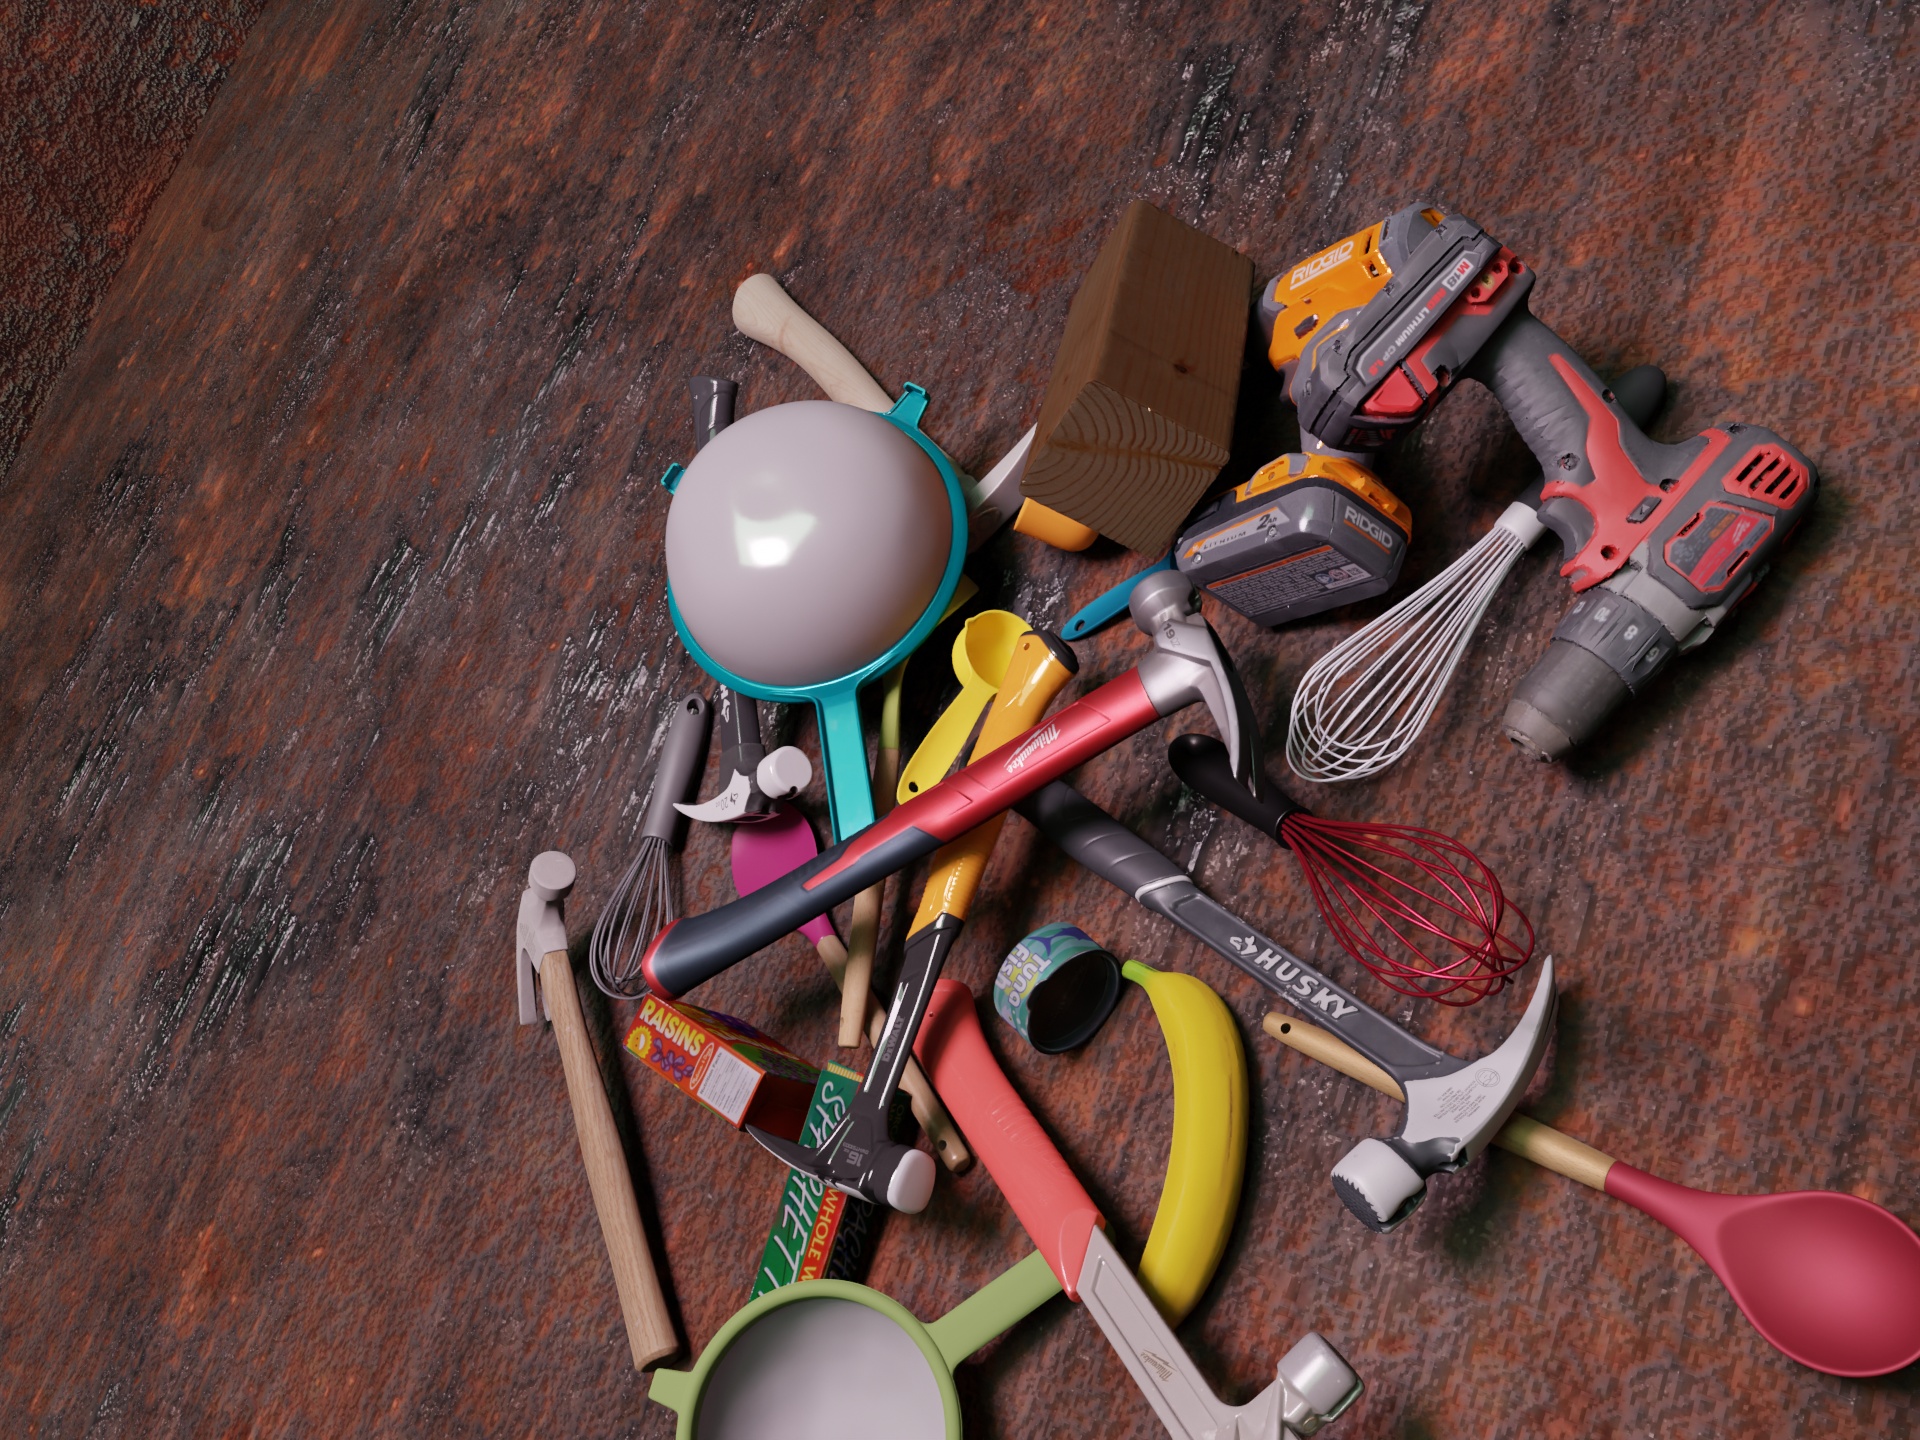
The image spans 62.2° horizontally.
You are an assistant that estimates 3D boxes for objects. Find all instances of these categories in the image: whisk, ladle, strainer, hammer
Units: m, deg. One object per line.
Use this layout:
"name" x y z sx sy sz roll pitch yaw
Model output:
"whisk" 0.272 -0.077 0.832 0.284 0.070 0.070 -48 47 0
"ladle" 0.264 0.192 0.707 0.316 0.031 0.069 20 77 44
"ladle" -0.037 0.048 1.001 0.078 0.062 0.320 -31 48 59
"strainer" -0.097 -0.067 0.976 0.211 0.095 0.341 -16 64 12
"whisk" -0.211 0.085 1.125 0.055 0.055 0.239 -11 56 34
"hammer" -0.012 0.100 0.900 0.127 0.034 0.337 3 65 46
"hammer" -0.164 -0.090 1.109 0.146 0.035 0.335 -29 63 51
"whisk" 0.176 0.060 0.785 0.073 0.073 0.296 -52 27 2
"hammer" 0.125 0.095 0.843 0.149 0.036 0.409 -36 39 -16
"hammer" 0.039 0.248 0.792 0.149 0.036 0.359 -42 36 -1
"strainer" -0.023 0.342 0.830 0.256 0.069 0.152 -34 63 -5
"hammer" -0.018 0.070 0.870 0.386 0.038 0.143 -31 48 18
"hammer" -0.072 -0.254 1.208 0.146 0.038 0.411 -45 47 7
"hammer" -0.239 0.255 1.031 0.332 0.031 0.130 65 146 31

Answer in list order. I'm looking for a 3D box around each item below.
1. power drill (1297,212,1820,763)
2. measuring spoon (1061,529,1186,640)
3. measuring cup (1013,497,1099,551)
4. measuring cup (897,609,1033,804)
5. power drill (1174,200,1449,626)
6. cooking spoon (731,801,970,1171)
"power drill" 0.270 -0.109 0.769 0.227 0.080 0.188 41 89 7
"measuring spoon" 0.116 -0.079 0.982 0.128 0.021 0.042 -31 43 32
"measuring cup" 0.086 -0.178 1.033 0.095 0.052 0.174 116 179 -45
"measuring cup" -0.002 -0.003 0.976 0.157 0.062 0.029 -56 9 -30
"power drill" 0.198 -0.173 0.915 0.164 0.084 0.227 -16 51 55
"cooking spoon" -0.073 0.157 0.993 0.069 0.017 0.319 -46 46 8
